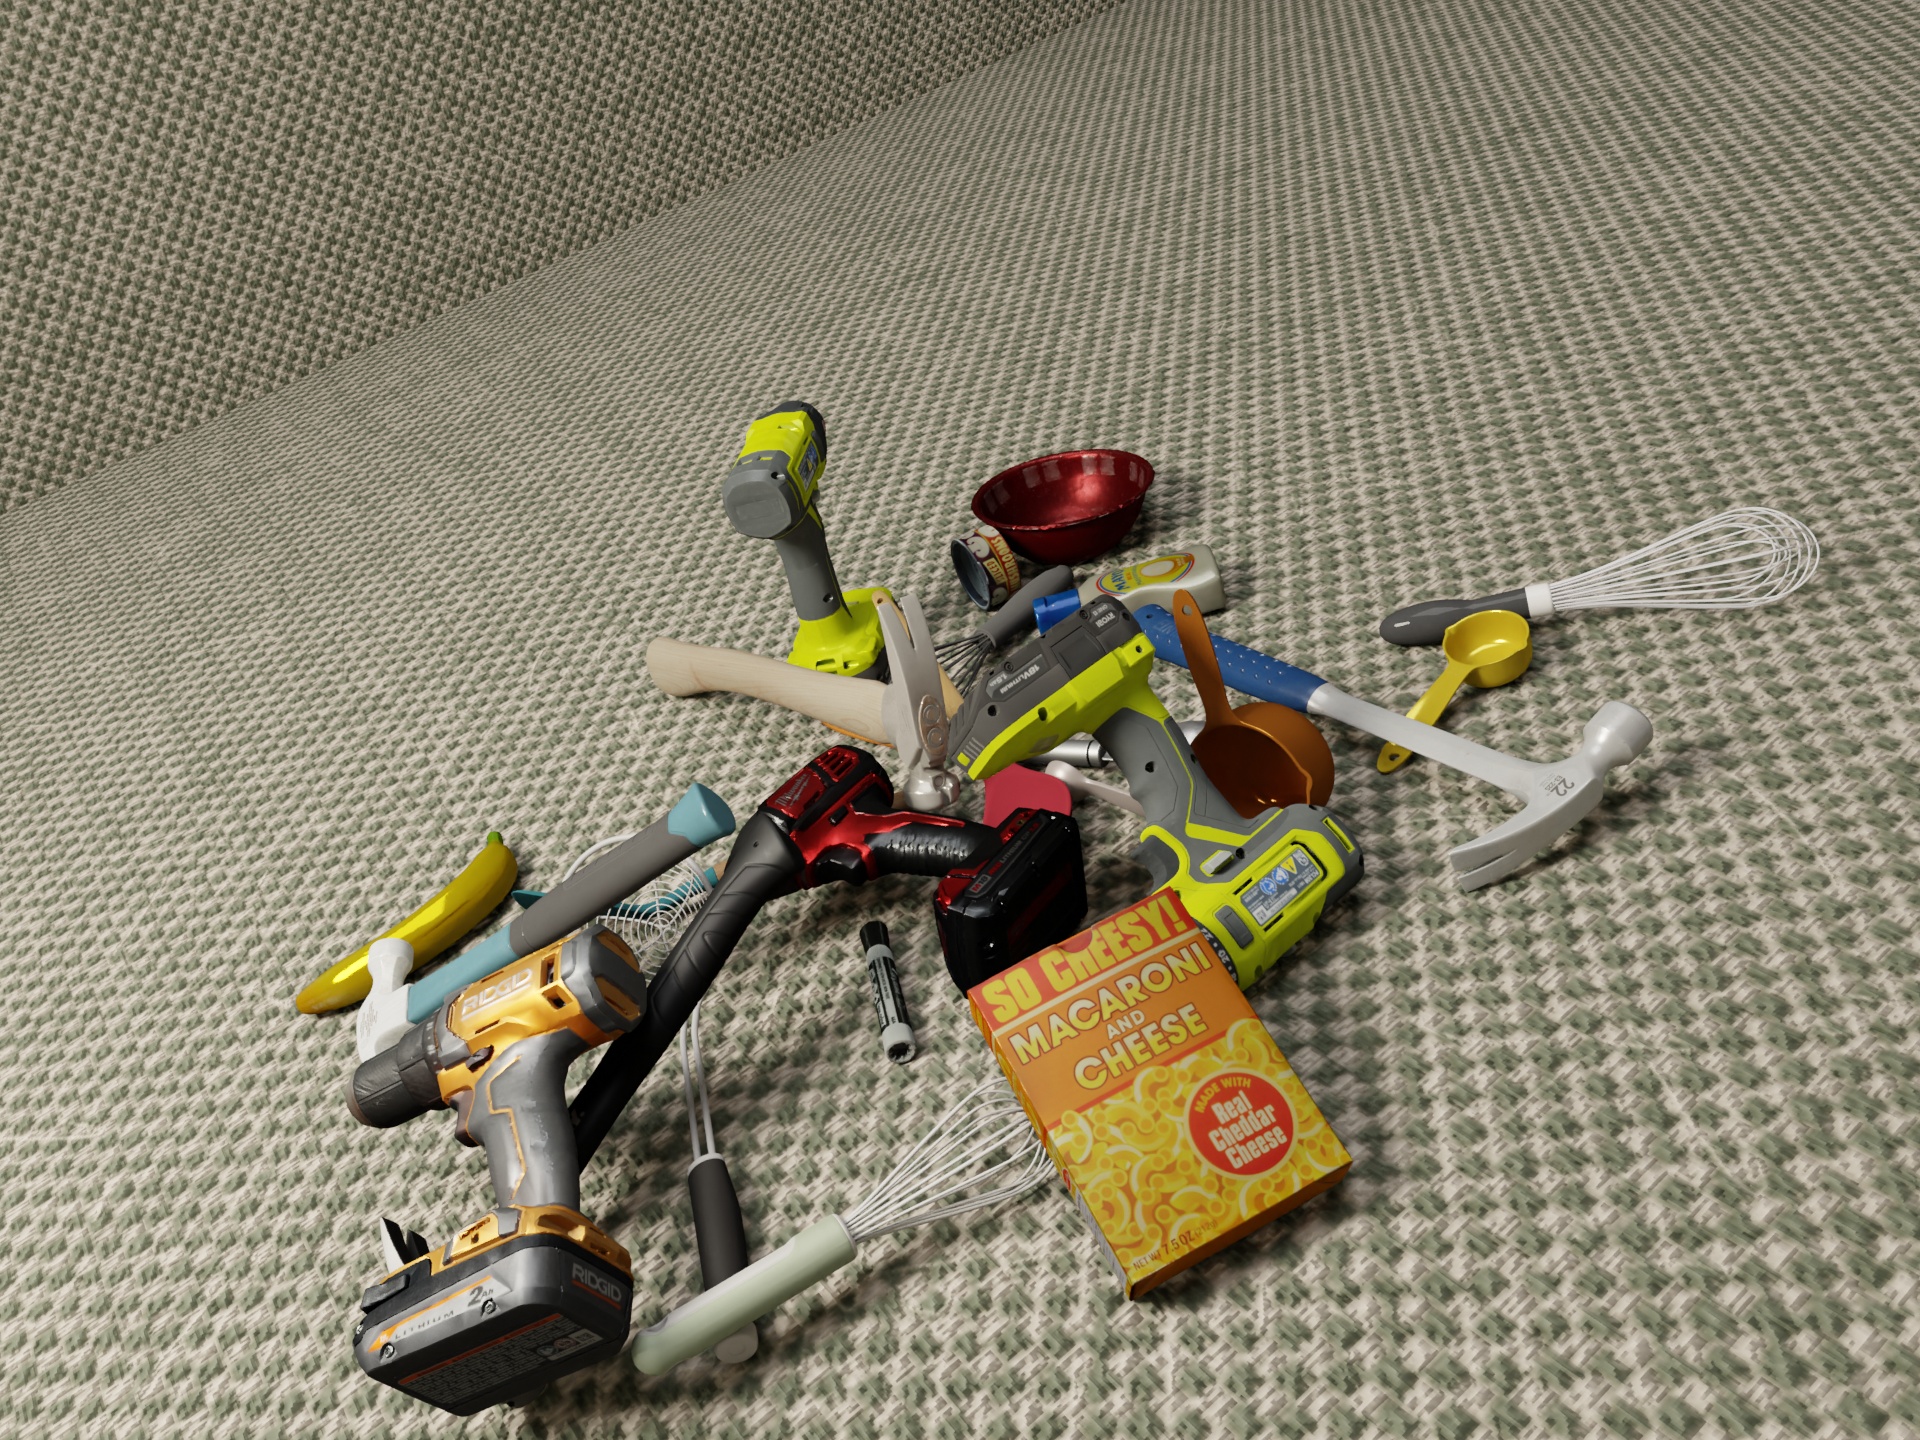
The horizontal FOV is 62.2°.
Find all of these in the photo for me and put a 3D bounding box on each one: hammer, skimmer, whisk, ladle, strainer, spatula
[{"bbox_3d":[0.244,-0.009,1.066,0.144,0.035,0.406,-42,35,-14],"label":"hammer"},{"bbox_3d":[-0.176,0.204,0.919,0.127,0.090,0.364,-44,32,11],"label":"skimmer"},{"bbox_3d":[-0.270,0.131,1.008,0.331,0.033,0.128,-33,45,23],"label":"hammer"},{"bbox_3d":[-0.142,-0.038,1.219,0.038,0.146,0.411,-21,20,-32],"label":"hammer"},{"bbox_3d":[-0.052,0.254,0.798,0.246,0.059,0.058,-26,-1,-21],"label":"whisk"},{"bbox_3d":[-0.193,0.195,0.891,0.146,0.035,0.335,17,66,40],"label":"hammer"},{"bbox_3d":[0.021,-0.066,1.272,0.055,0.055,0.239,11,38,38],"label":"whisk"},{"bbox_3d":[-0.002,-0.004,1.144,0.069,0.031,0.316,-38,46,4],"label":"ladle"},{"bbox_3d":[0.102,0.023,1.103,0.258,0.050,0.087,2,45,34],"label":"strainer"},{"bbox_3d":[0.431,-0.088,1.091,0.284,0.070,0.070,-12,32,21],"label":"whisk"},{"bbox_3d":[-0.151,0.090,1.119,0.317,0.082,0.044,-21,75,-10],"label":"spatula"}]

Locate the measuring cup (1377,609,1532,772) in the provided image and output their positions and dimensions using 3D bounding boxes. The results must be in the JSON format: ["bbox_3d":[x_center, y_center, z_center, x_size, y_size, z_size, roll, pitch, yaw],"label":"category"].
[{"bbox_3d":[0.328,-0.013,1.064,0.156,0.029,0.062,-47,38,-20],"label":"measuring cup"}]

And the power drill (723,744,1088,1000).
[{"bbox_3d":[-0.042,0.093,1.002,0.220,0.078,0.143,16,42,33],"label":"power drill"}]

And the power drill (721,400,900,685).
[{"bbox_3d":[-0.115,-0.137,1.279,0.080,0.223,0.171,-9,33,14],"label":"power drill"}]

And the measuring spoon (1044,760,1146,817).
[{"bbox_3d":[0.103,0.057,1.060,0.124,0.034,0.018,20,57,39],"label":"measuring spoon"}]

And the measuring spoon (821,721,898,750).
[{"bbox_3d":[-0.073,0.006,1.240,0.117,0.011,0.021,19,47,44],"label":"measuring spoon"}]

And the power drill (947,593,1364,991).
[{"bbox_3d":[0.098,0.059,0.915,0.190,0.228,0.080,-35,-9,-25],"label":"power drill"}]

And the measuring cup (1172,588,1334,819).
[{"bbox_3d":[0.175,-0.007,0.989,0.095,0.173,0.052,-12,13,43],"label":"measuring cup"}]

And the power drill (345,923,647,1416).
[{"bbox_3d":[-0.251,0.231,0.822,0.185,0.084,0.226,-27,42,15],"label":"power drill"}]
